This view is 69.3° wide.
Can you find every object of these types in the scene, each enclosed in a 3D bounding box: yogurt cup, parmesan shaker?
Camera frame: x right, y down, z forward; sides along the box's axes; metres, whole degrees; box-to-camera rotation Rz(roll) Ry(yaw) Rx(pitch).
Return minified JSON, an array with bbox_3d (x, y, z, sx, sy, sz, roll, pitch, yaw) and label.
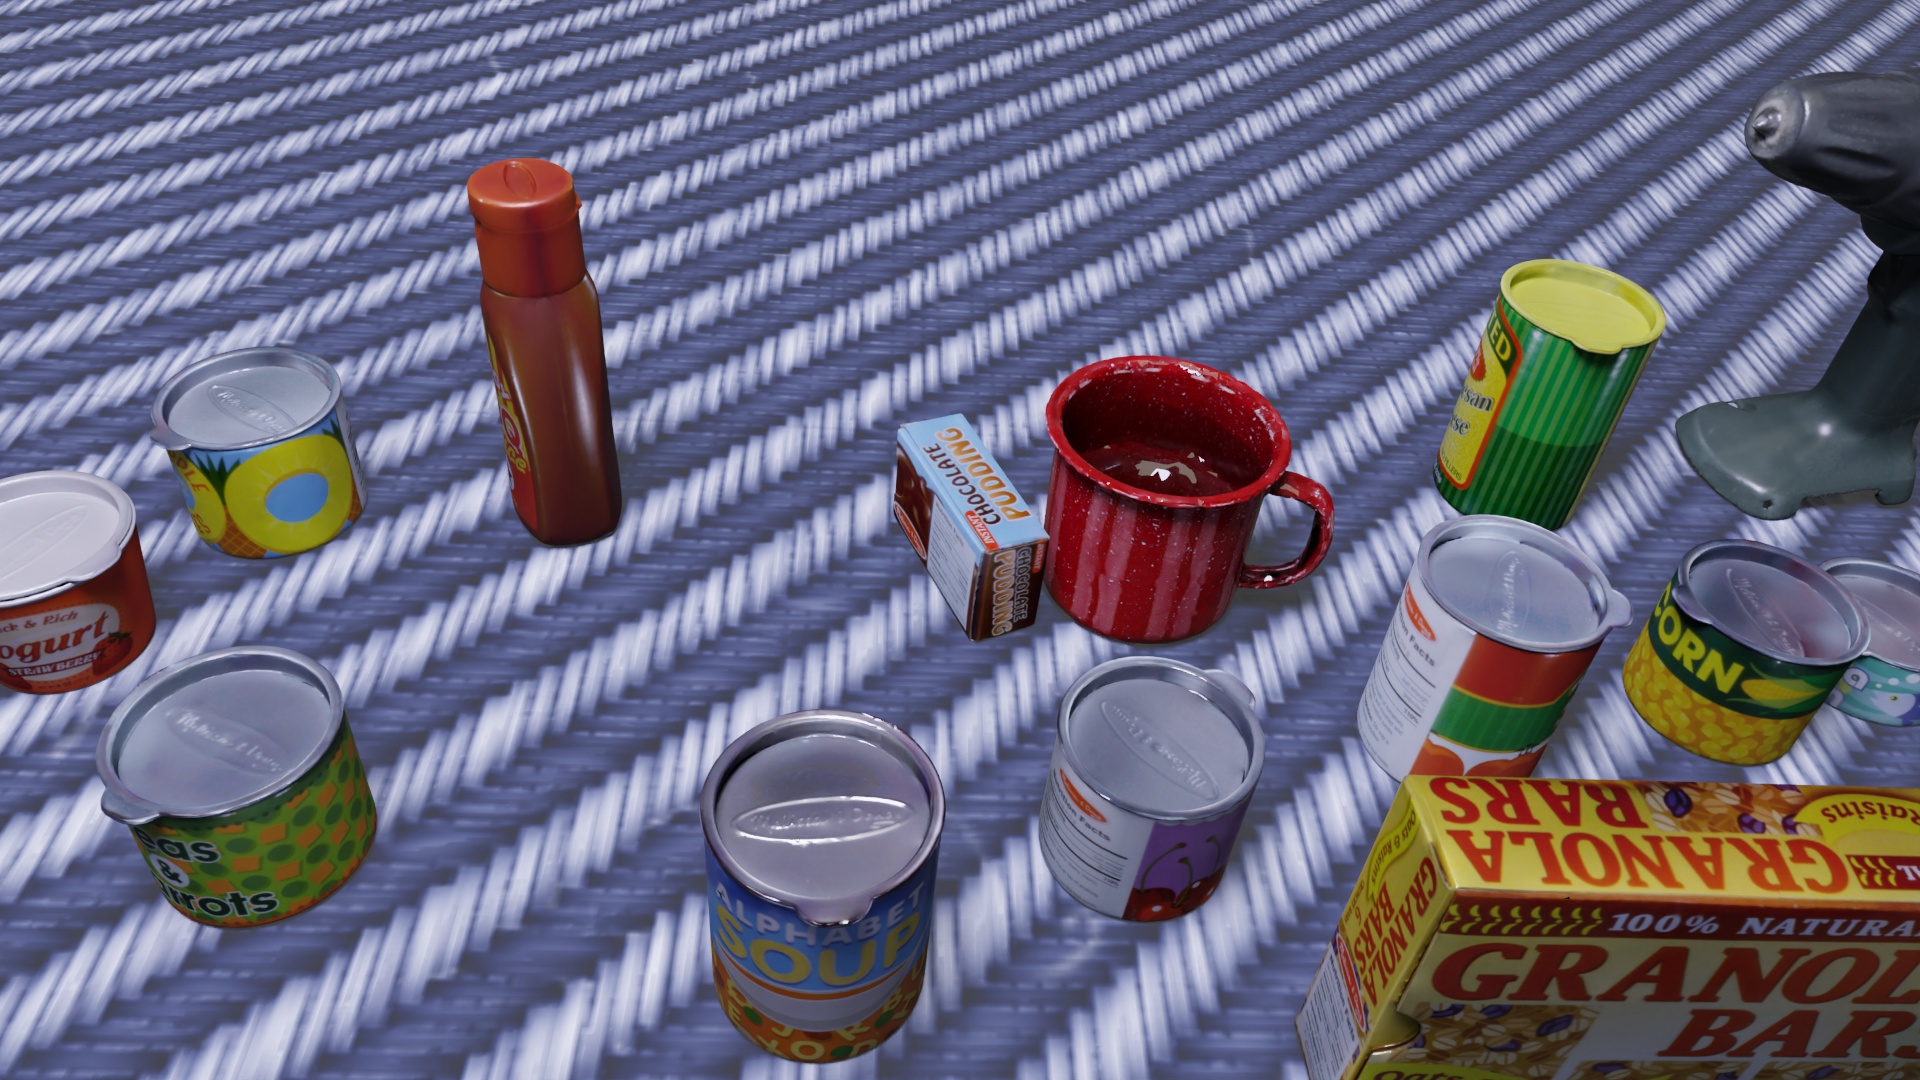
[{"bbox_3d":[-0.320,0.016,0.487,0.072,0.053,0.073,3,41,-3],"label":"yogurt cup"},{"bbox_3d":[0.252,-0.059,0.604,0.071,0.102,0.072,3,41,-3],"label":"parmesan shaker"}]

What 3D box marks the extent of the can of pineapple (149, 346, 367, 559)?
[{"bbox_3d":[-0.275,-0.034,0.547,0.071,0.057,0.071,3,41,-3],"label":"can of pineapple"}]

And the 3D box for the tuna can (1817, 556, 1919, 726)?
[{"bbox_3d":[0.366,0.041,0.557,0.071,0.032,0.071,3,41,-3],"label":"tuna can"}]

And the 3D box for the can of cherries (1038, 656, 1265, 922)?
[{"bbox_3d":[0.063,0.081,0.456,0.071,0.058,0.072,3,41,-3],"label":"can of cherries"}]

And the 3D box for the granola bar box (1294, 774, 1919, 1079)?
[{"bbox_3d":[0.189,0.118,0.379,0.166,0.123,0.039,2,41,-4],"label":"granola bar box"}]

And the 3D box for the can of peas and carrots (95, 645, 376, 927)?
[{"bbox_3d":[-0.221,0.077,0.426,0.071,0.058,0.071,3,41,-3],"label":"can of peas and carrots"}]

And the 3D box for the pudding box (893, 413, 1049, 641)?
[{"bbox_3d":[0.002,-0.007,0.555,0.030,0.049,0.084,-14,45,-21],"label":"pudding box"}]

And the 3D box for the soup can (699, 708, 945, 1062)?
[{"bbox_3d":[-0.040,0.103,0.400,0.071,0.083,0.072,3,41,-3],"label":"soup can"}]

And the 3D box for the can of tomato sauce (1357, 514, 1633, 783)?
[{"bbox_3d":[0.186,0.044,0.494,0.071,0.082,0.071,3,41,-3],"label":"can of tomato sauce"}]

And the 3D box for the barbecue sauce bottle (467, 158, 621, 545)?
[{"bbox_3d":[-0.159,-0.071,0.535,0.044,0.147,0.065,-13,45,-20],"label":"barbecue sauce bottle"}]

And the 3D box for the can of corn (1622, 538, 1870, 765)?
[{"bbox_3d":[0.293,0.043,0.527,0.071,0.058,0.071,3,41,-3],"label":"can of corn"}]
